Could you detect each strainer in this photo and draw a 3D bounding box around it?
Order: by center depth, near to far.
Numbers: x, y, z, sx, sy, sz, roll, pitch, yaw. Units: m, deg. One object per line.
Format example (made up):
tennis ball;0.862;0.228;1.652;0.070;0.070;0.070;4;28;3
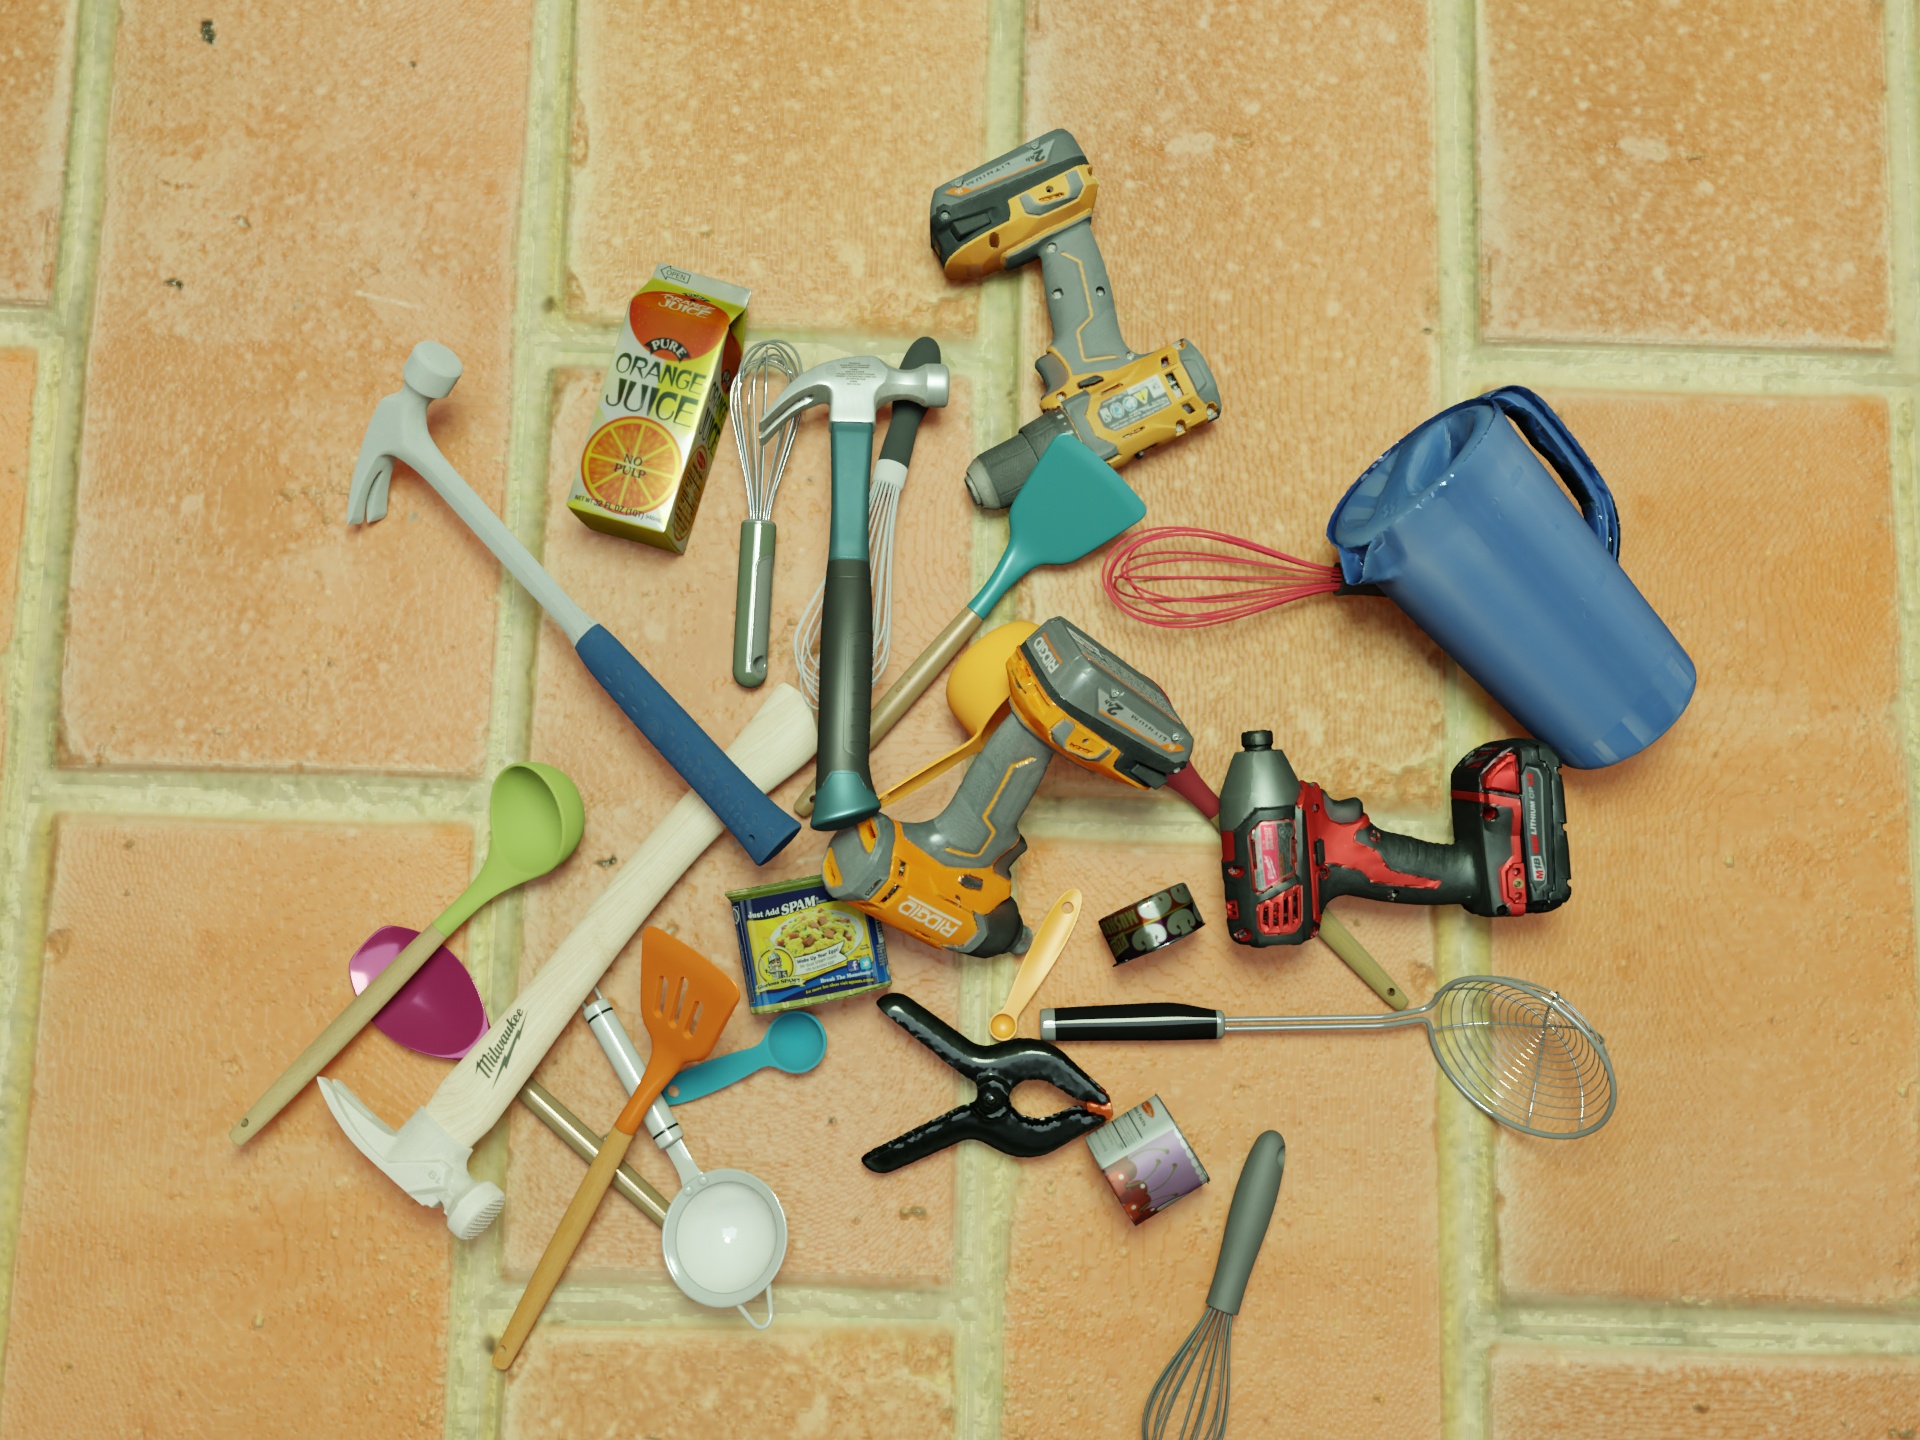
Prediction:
strainer;-0.188;0.283;1.058;0.087;0.050;0.258;-33;78;2

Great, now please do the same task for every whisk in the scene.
whisk;0.171;0.387;1.052;0.055;0.055;0.239;20;79;2
whisk;-0.058;-0.140;1.102;0.070;0.070;0.285;14;75;1
whisk;0.243;-0.098;1.104;0.295;0.073;0.073;0;83;-7
whisk;-0.139;-0.145;1.112;0.059;0.057;0.246;2;87;34

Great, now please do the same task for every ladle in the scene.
ladle;-0.372;0.156;1.058;0.078;0.062;0.320;39;81;25
ladle;0.194;0.083;1.097;0.069;0.031;0.315;-44;87;-1

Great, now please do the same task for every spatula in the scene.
spatula;-0.235;0.287;1.033;0.081;0.041;0.322;30;97;21
spatula;-0.007;-0.054;1.092;0.082;0.044;0.317;41;90;-14

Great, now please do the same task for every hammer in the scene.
hammer;-0.072;-0.089;1.037;0.128;0.033;0.331;2;71;-5
hammer;-0.259;-0.060;1.062;0.405;0.035;0.144;47;119;6
hammer;-0.245;0.135;1.068;0.146;0.038;0.411;36;79;14

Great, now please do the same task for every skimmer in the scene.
skimmer;0.234;0.221;1.047;0.363;0.090;0.127;-1;127;3

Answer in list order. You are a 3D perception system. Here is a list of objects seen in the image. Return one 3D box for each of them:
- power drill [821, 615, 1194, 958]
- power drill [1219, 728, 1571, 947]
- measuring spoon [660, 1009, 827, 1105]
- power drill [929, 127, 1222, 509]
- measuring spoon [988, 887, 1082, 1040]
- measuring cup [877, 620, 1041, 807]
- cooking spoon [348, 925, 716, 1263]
power drill;0.040;0.059;1.027;0.164;0.084;0.226;33;108;-34
power drill;0.280;0.071;1.055;0.219;0.078;0.143;-5;89;-4
measuring spoon;-0.149;0.233;1.085;0.128;0.021;0.042;-23;85;6
power drill;0.054;-0.271;1.112;0.185;0.084;0.226;-27;89;-1
measuring spoon;0.052;0.167;1.095;0.021;0.011;0.117;30;81;0
measuring cup;-0.002;-0.003;1.067;0.173;0.095;0.052;-33;66;-12
cooking spoon;-0.288;0.256;1.077;0.319;0.017;0.069;41;80;5
